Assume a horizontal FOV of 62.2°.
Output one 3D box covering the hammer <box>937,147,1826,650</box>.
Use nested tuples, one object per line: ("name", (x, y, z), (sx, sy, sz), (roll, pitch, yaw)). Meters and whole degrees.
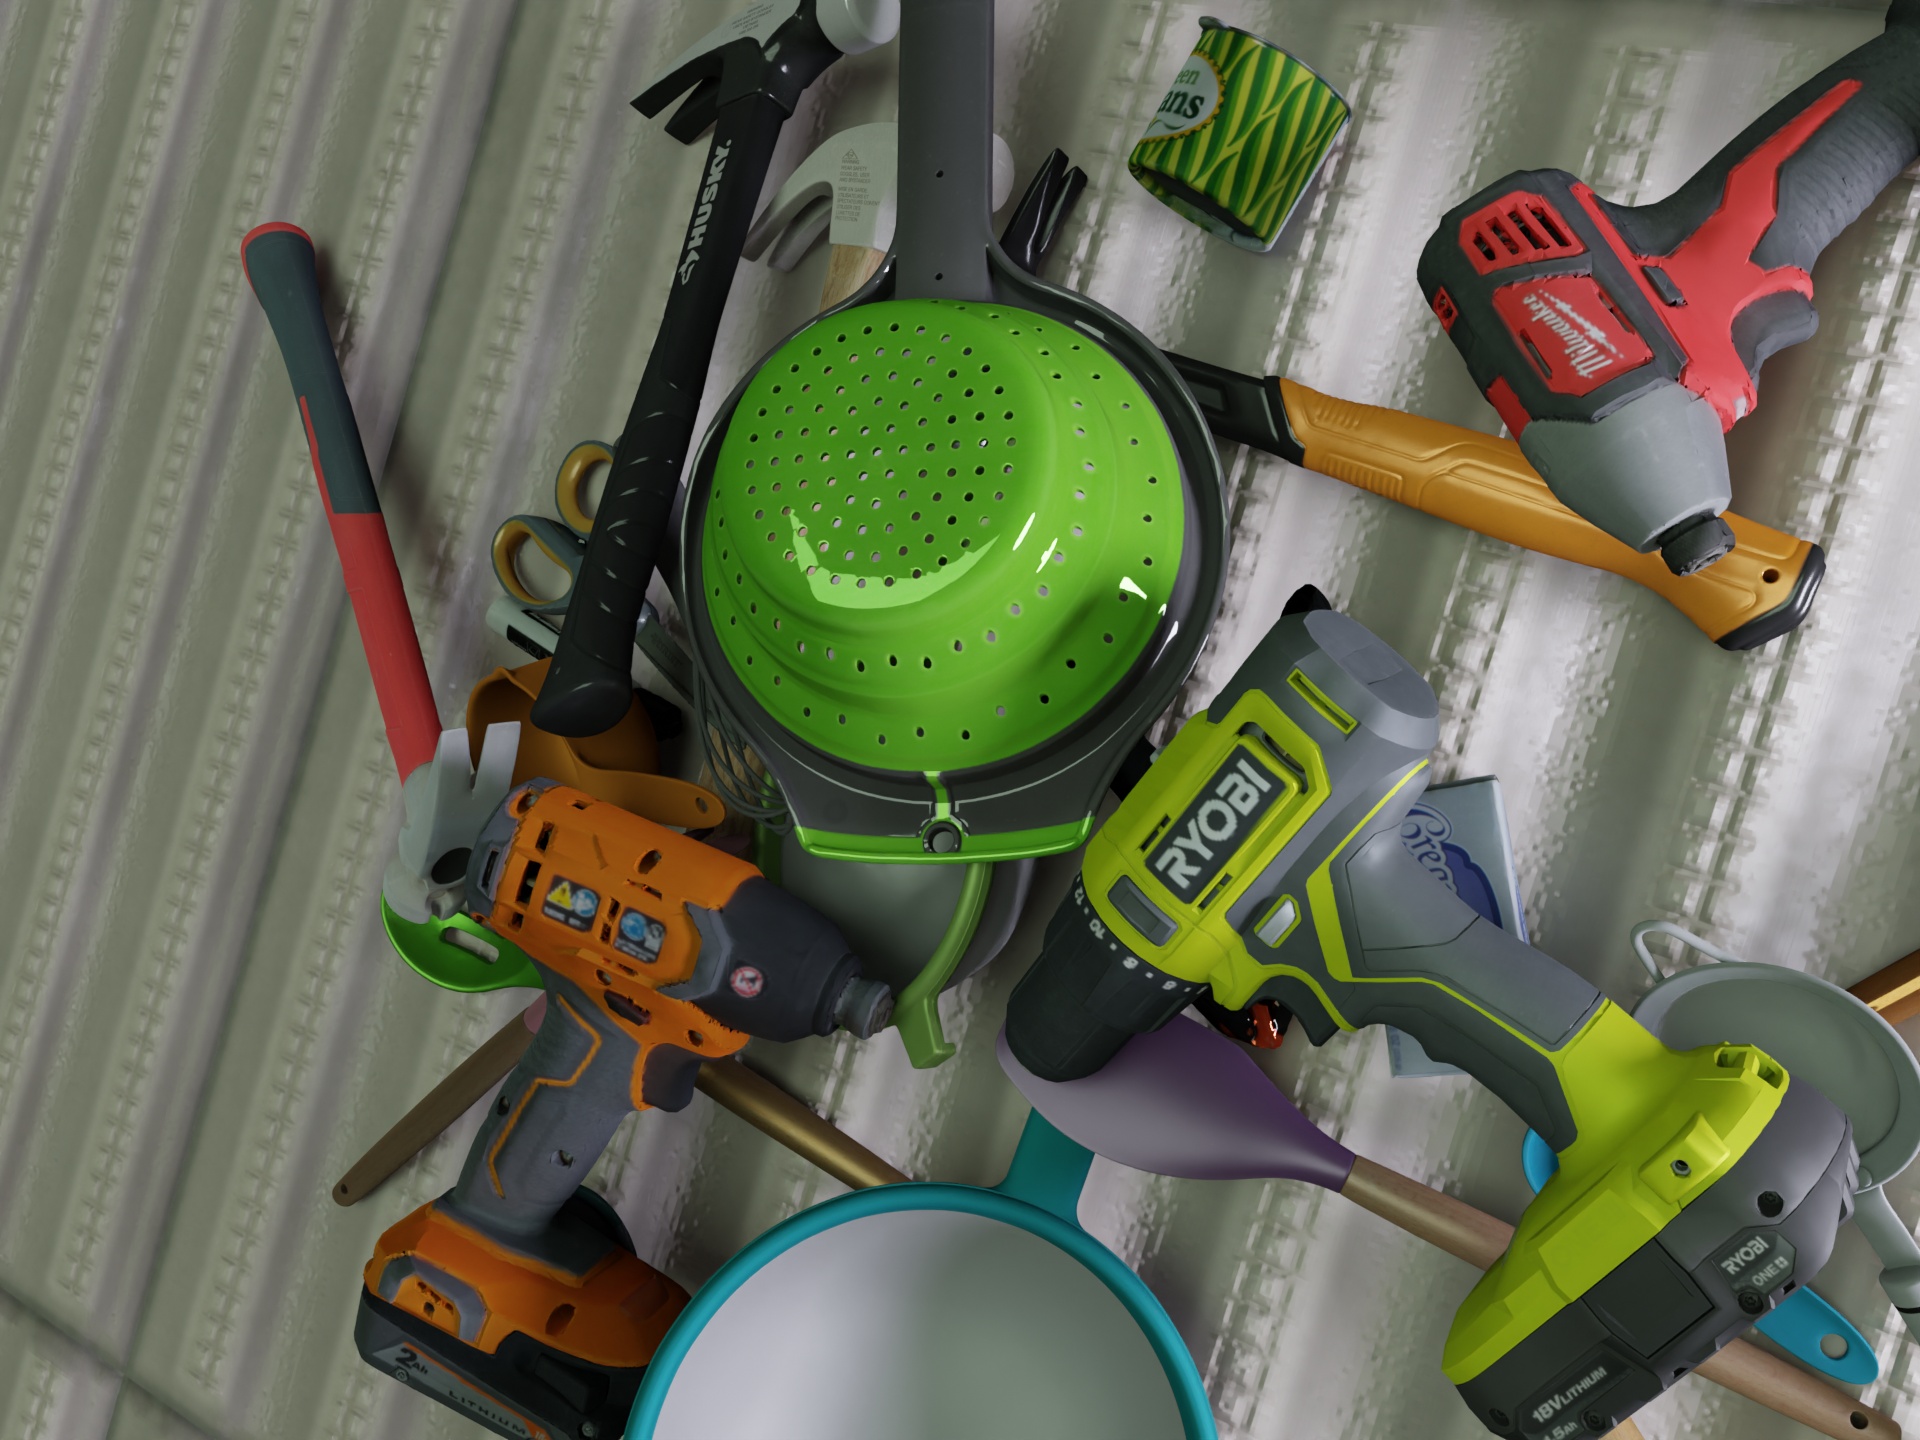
("hammer", (0.149, -0.113, 0.599), (0.337, 0.034, 0.127), (25, 96, 25))

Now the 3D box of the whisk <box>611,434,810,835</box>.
("whisk", (-0.105, -0.048, 0.660), (0.055, 0.055, 0.239), (-42, 52, 15))

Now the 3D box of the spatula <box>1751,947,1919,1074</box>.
("spatula", (0.376, 0.032, 0.475), (0.322, 0.041, 0.081), (-36, 78, 19))

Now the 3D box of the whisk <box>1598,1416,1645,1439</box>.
("whisk", (0.249, 0.293, 0.507), (0.051, 0.047, 0.245), (-37, 68, 18))

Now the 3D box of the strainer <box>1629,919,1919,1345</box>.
("strainer", (0.289, 0.165, 0.491), (0.087, 0.050, 0.258), (-37, 82, 48))

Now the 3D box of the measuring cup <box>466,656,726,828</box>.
("measuring cup", (-0.143, 0.019, 0.685), (0.174, 0.052, 0.095), (8, 114, 40))

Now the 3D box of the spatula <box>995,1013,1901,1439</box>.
("spatula", (0.157, 0.170, 0.548), (0.316, 0.018, 0.060), (23, 71, 15))

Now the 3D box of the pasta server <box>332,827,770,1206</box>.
("pasta server", (-0.196, 0.145, 0.709), (0.316, 0.040, 0.060), (-41, 68, 30))

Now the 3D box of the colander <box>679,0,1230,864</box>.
("colander", (-0.014, -0.152, 0.556), (0.204, 0.094, 0.397), (-3, 77, 13))

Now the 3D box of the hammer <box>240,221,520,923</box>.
("hammer", (-0.284, -0.105, 0.753), (0.143, 0.038, 0.387), (-54, 52, 47))

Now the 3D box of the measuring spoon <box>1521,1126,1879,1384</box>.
("measuring spoon", (0.248, 0.175, 0.537), (0.129, 0.021, 0.042), (38, 98, 14))

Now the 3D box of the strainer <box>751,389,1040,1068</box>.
("strainer", (-0.001, -0.002, 0.628), (0.152, 0.069, 0.256), (23, 98, 50))

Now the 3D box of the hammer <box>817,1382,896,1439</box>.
("hammer", (-0.160, 0.374, 0.691), (0.331, 0.033, 0.128), (-40, 69, 16))

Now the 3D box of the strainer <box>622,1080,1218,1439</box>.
("strainer", (0.007, 0.223, 0.604), (0.211, 0.095, 0.340), (23, 72, 0))

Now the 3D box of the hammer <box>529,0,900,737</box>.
("hammer", (-0.121, -0.154, 0.671), (0.146, 0.035, 0.335), (1, 72, 44))

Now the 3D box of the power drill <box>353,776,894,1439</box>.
("power drill", (-0.126, 0.153, 0.598), (0.164, 0.084, 0.226), (20, 99, 14))

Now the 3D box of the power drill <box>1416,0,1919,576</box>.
("power drill", (0.274, -0.148, 0.503), (0.219, 0.078, 0.143), (-29, 70, 12))

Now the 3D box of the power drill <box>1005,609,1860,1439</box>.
("power drill", (0.130, 0.104, 0.500), (0.229, 0.080, 0.190), (44, 118, 17))

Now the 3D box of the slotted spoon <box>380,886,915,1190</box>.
("slotted spoon", (-0.138, 0.141, 0.710), (0.314, 0.031, 0.070), (26, 96, 23))

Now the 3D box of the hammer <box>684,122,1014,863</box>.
("hammer", (-0.071, -0.090, 0.688), (0.130, 0.031, 0.331), (20, 98, 42))
